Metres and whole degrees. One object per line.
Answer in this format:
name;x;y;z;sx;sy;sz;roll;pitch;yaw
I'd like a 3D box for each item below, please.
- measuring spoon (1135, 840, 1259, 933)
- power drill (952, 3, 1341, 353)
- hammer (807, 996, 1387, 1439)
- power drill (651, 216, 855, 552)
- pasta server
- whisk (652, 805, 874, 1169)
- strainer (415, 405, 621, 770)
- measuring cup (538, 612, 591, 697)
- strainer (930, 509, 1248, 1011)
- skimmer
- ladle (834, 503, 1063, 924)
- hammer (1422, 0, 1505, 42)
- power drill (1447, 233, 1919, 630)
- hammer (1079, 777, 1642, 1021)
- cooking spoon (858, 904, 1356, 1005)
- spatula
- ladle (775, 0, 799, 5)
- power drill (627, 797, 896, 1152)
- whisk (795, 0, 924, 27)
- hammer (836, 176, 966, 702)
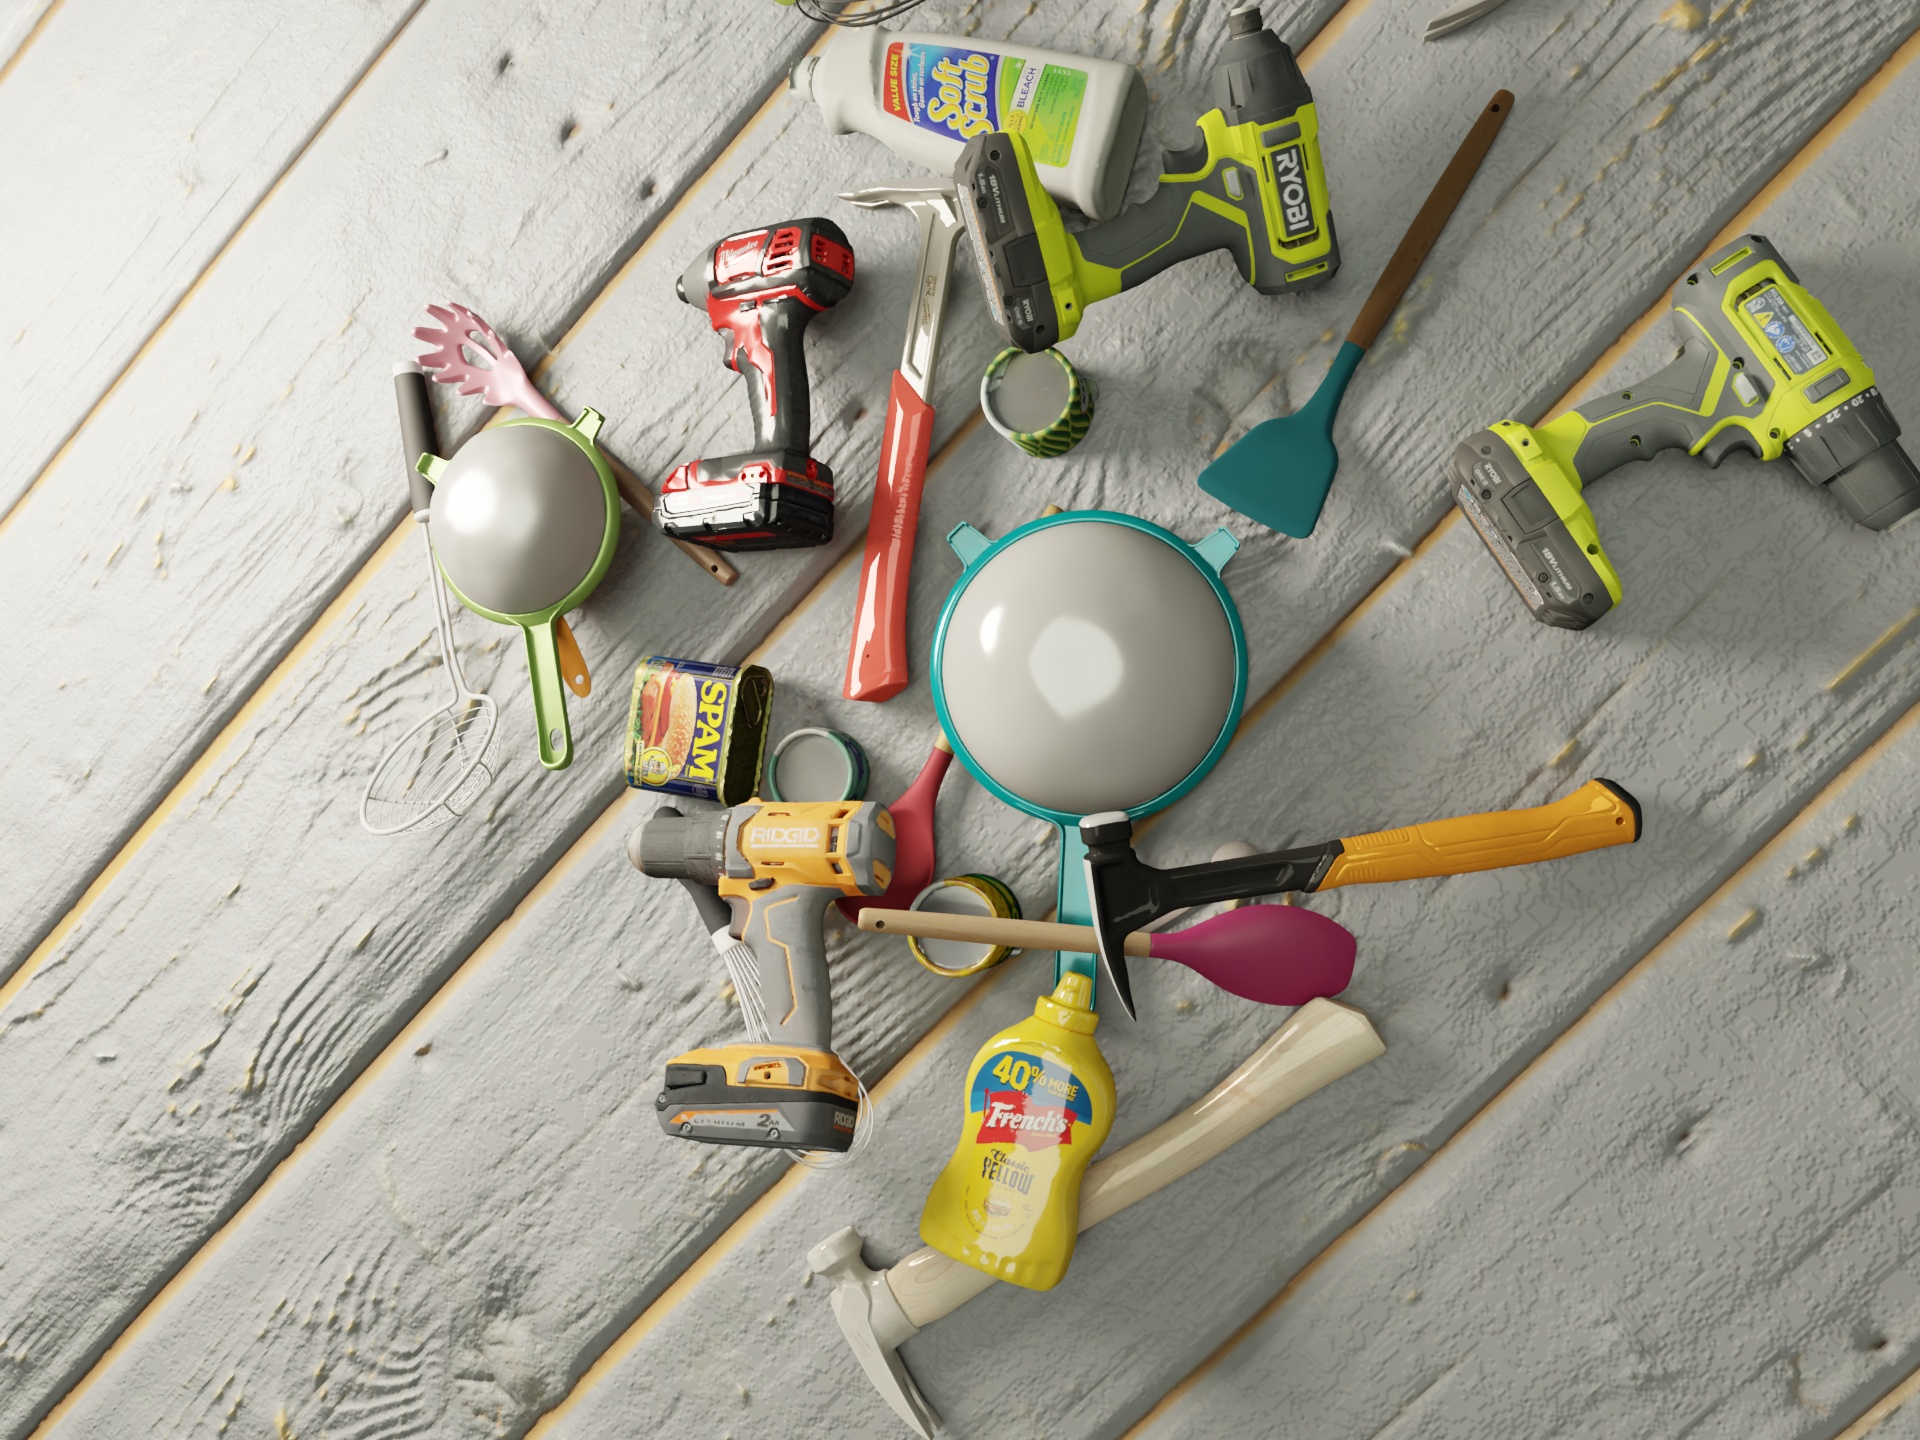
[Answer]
measuring spoon;0.142;0.119;1.047;0.124;0.018;0.034;-31;80;13
power drill;0.116;-0.333;0.998;0.223;0.080;0.171;-18;111;-2
hammer;0.099;0.314;1.040;0.410;0.038;0.146;-34;80;11
power drill;-0.148;-0.233;1.107;0.143;0.078;0.220;1;84;34
pasta server;-0.283;-0.202;1.173;0.316;0.040;0.060;41;110;13
whisk;-0.145;0.180;1.109;0.070;0.070;0.285;-34;74;12
strainer;-0.310;-0.092;1.103;0.151;0.069;0.256;-12;82;15
measuring cup;-0.297;-0.094;1.165;0.095;0.052;0.174;-26;82;13
strainer;0.076;0.028;1.017;0.211;0.095;0.340;2;88;8
skimmer;-0.408;-0.096;1.173;0.127;0.090;0.363;-14;82;31
ladle;-0.002;-0.003;1.090;0.069;0.031;0.315;26;92;13
hammer;0.212;-0.527;1.041;0.331;0.031;0.130;12;92;11
power drill;0.432;-0.152;0.951;0.228;0.080;0.191;-32;79;9
hammer;0.247;0.094;0.975;0.337;0.034;0.127;-10;94;2
cooking spoon;0.094;0.141;1.008;0.319;0.017;0.068;6;104;-3
spatula;0.267;-0.265;1.018;0.082;0.044;0.317;32;95;18
ladle;0.002;-0.570;1.116;0.320;0.062;0.078;-8;79;8
power drill;-0.143;0.161;1.046;0.185;0.084;0.226;-1;71;16
whisk;0.004;-0.513;1.092;0.239;0.055;0.055;-5;86;3
hammer;-0.045;-0.192;1.098;0.149;0.036;0.359;11;94;31
